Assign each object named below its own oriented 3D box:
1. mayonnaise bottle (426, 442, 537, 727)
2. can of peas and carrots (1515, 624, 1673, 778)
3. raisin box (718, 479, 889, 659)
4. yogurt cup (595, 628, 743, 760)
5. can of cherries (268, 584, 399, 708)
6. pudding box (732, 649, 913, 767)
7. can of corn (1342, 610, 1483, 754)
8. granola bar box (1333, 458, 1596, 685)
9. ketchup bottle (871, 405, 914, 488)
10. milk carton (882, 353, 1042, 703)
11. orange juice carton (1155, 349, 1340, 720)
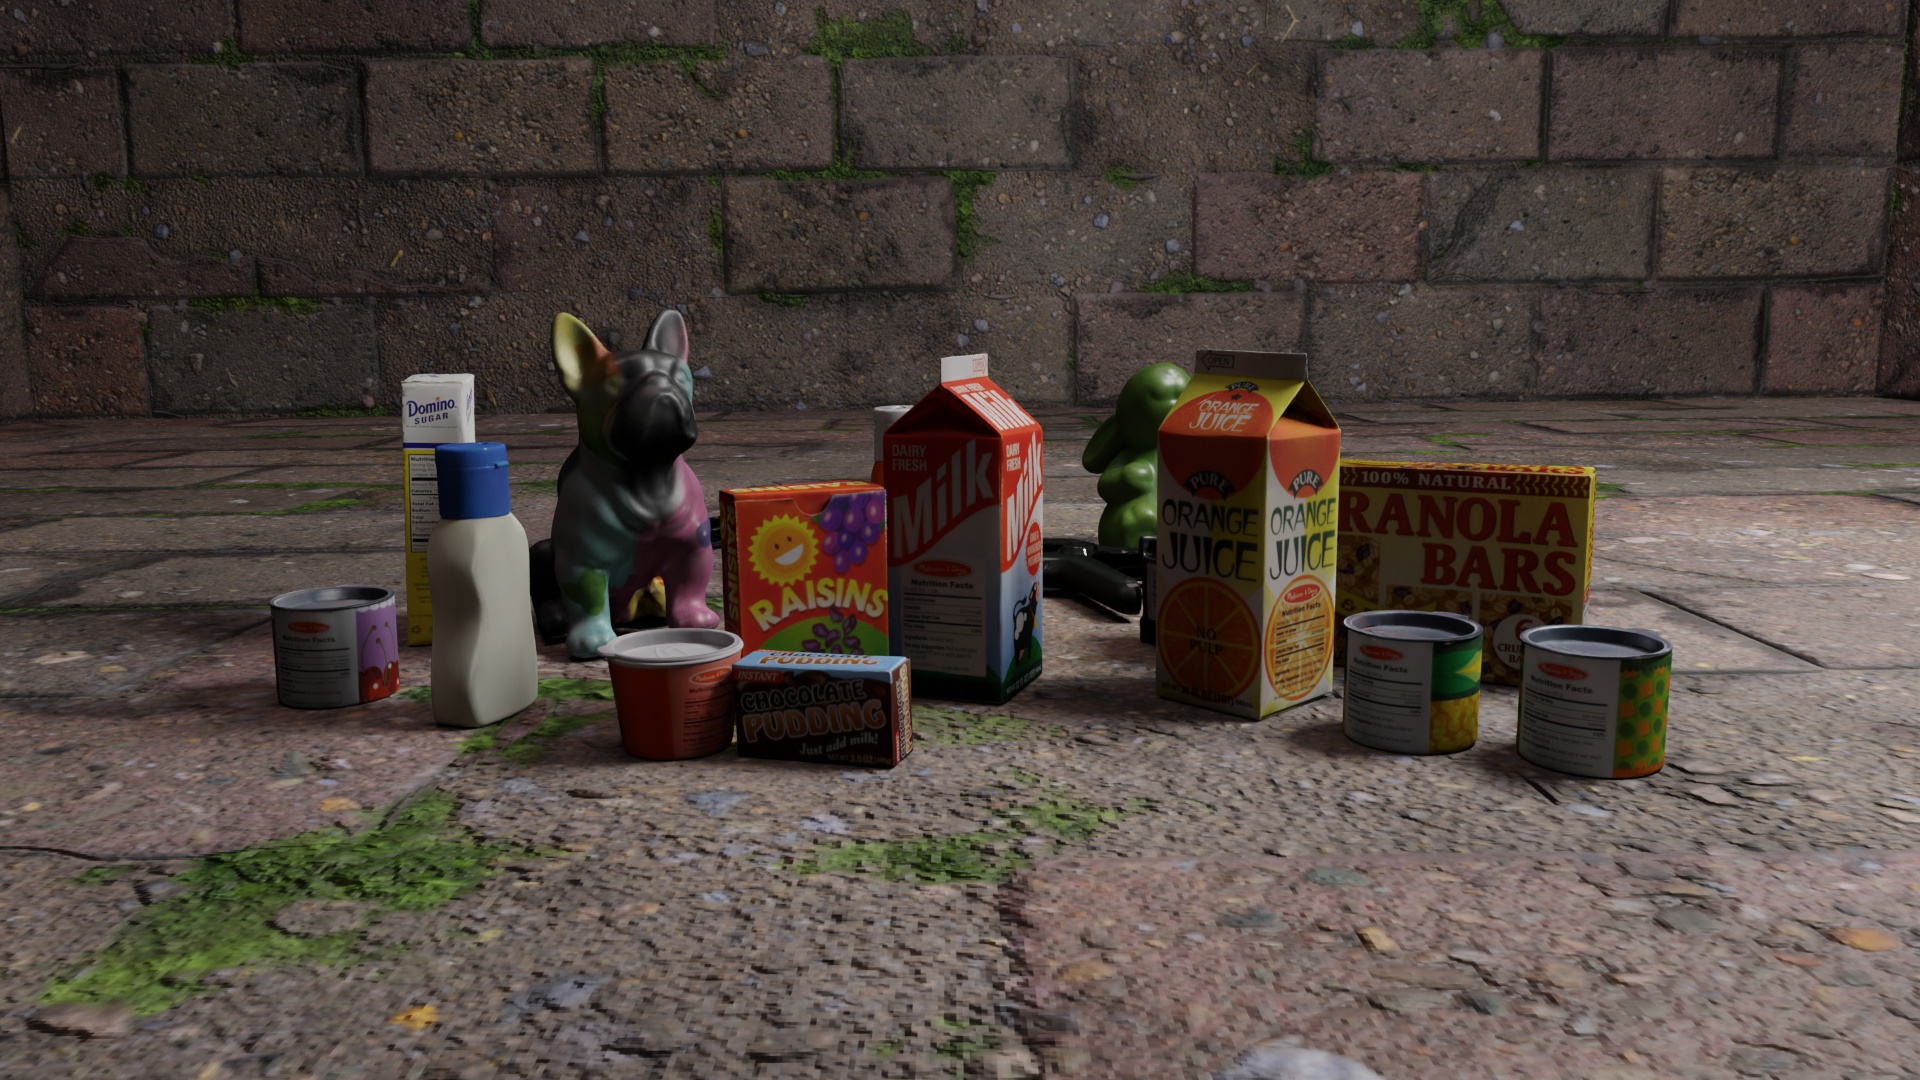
[{"bbox_3d":[-0.259,0.022,0.749,0.041,0.147,0.065,2,9,15],"label":"mayonnaise bottle"},{"bbox_3d":[0.303,0.075,0.662,0.071,0.058,0.071,-1,9,0],"label":"can of peas and carrots"},{"bbox_3d":[-0.085,0.031,0.755,0.086,0.123,0.040,-5,10,-23],"label":"raisin box"},{"bbox_3d":[-0.143,0.077,0.698,0.072,0.054,0.072,-1,9,0],"label":"yogurt cup"},{"bbox_3d":[-0.358,0.060,0.801,0.071,0.058,0.071,-1,9,0],"label":"can of cherries"},{"bbox_3d":[-0.067,0.081,0.680,0.084,0.049,0.030,2,9,15],"label":"pudding box"},{"bbox_3d":[0.228,0.070,0.699,0.071,0.058,0.071,-1,9,0],"label":"can of corn"},{"bbox_3d":[0.281,0.016,0.818,0.165,0.124,0.039,5,10,30],"label":"granola bar box"},{"bbox_3d":[-0.041,-0.020,0.983,0.043,0.148,0.065,0,9,3],"label":"ketchup bottle"},{"bbox_3d":[0.003,-0.010,0.793,0.073,0.190,0.072,3,10,21],"label":"milk carton"},{"bbox_3d":[0.157,-0.008,0.761,0.073,0.192,0.072,-9,12,-43],"label":"orange juice carton"}]
